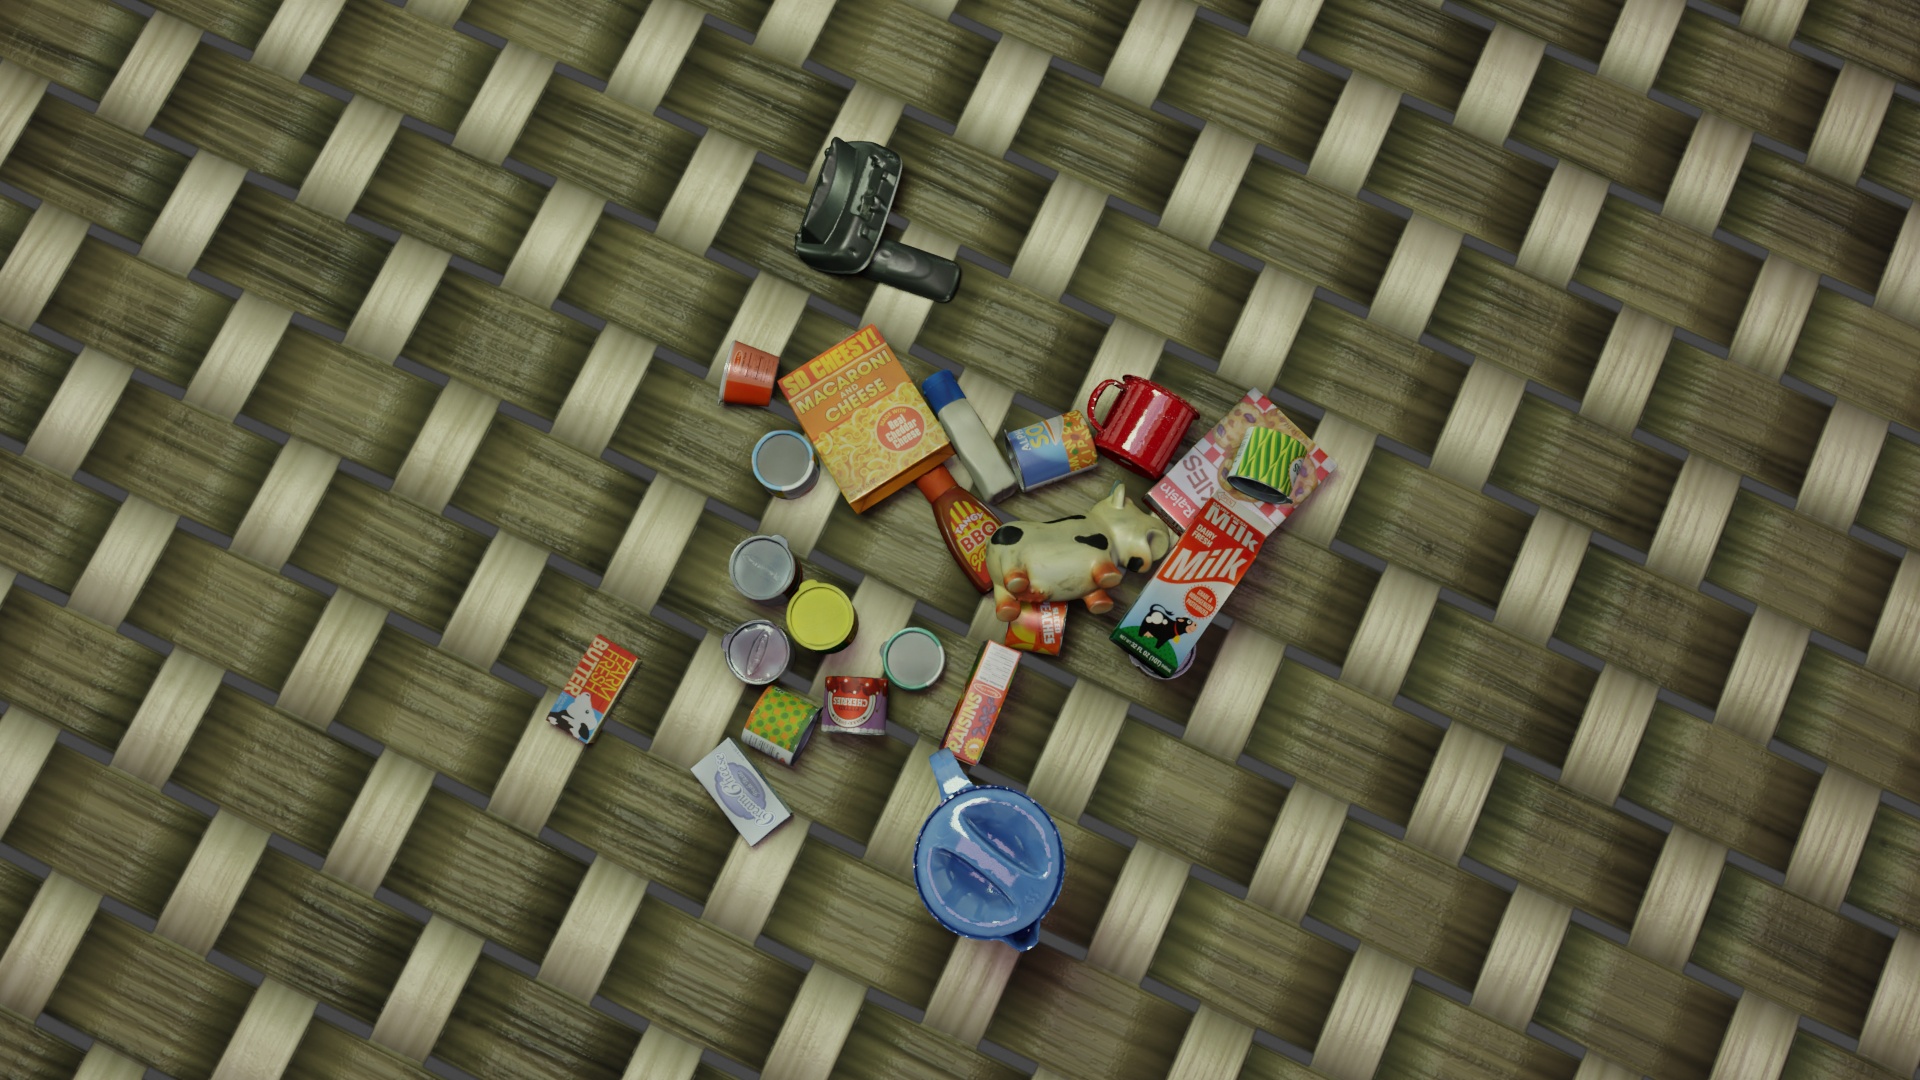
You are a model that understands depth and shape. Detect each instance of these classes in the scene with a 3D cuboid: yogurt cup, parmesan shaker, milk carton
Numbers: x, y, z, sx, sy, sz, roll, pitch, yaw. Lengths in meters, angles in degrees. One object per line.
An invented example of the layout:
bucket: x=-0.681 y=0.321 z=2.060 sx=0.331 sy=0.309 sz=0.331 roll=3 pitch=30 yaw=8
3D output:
yogurt cup: x=-0.224 y=-0.175 z=1.477 sx=0.054 sy=0.072 sz=0.072 roll=13 pitch=82 yaw=-7
parmesan shaker: x=-0.140 y=0.079 z=1.420 sx=0.071 sy=0.103 sz=0.071 roll=0 pitch=83 yaw=-1
milk carton: x=0.234 y=0.042 z=1.405 sx=0.072 sy=0.073 sz=0.190 roll=36 pitch=86 yaw=5

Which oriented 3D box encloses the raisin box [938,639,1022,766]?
raisin box: x=0.020 y=0.165 z=1.417 sx=0.040 sy=0.086 sz=0.123 roll=24 pitch=82 yaw=-2

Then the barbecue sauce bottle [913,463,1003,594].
barbecue sauce bottle: x=0.005 y=-0.018 z=1.465 sx=0.065 sy=0.043 sz=0.148 roll=-35 pitch=83 yaw=-11

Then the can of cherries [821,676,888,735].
can of cherries: x=-0.108 y=0.169 z=1.423 sx=0.071 sy=0.071 sz=0.058 roll=3 pitch=82 yaw=0

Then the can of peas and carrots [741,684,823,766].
can of peas and carrots: x=-0.183 y=0.187 z=1.424 sx=0.059 sy=0.071 sz=0.071 roll=26 pitch=83 yaw=4

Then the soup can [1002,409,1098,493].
soup can: x=0.094 y=-0.097 z=1.465 sx=0.084 sy=0.071 sz=0.071 roll=-20 pitch=83 yaw=-4

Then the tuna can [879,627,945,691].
tuna can: x=-0.051 y=0.123 z=1.450 sx=0.071 sy=0.033 sz=0.071 roll=0 pitch=82 yaw=-1

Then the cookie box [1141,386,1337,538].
cookie box: x=0.295 y=-0.061 z=1.476 sx=0.167 sy=0.040 sz=0.123 roll=-44 pitch=85 yaw=-7

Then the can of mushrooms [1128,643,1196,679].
can of mushrooms: x=0.209 y=0.113 z=1.453 sx=0.071 sy=0.033 sz=0.071 roll=0 pitch=82 yaw=-1

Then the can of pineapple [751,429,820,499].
can of pineapple: x=-0.185 y=-0.081 z=1.466 sx=0.071 sy=0.058 sz=0.071 roll=0 pitch=82 yaw=0

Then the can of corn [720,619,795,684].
can of corn: x=-0.209 y=0.115 z=1.437 sx=0.071 sy=0.058 sz=0.071 roll=0 pitch=82 yaw=0

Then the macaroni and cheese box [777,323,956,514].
macaroni and cheese box: x=-0.100 y=-0.129 z=1.462 sx=0.124 sy=0.040 sz=0.167 roll=-32 pitch=68 yaw=-2

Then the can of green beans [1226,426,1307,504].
can of green beans: x=0.315 y=-0.077 z=1.424 sx=0.071 sy=0.071 sz=0.058 roll=23 pitch=81 yaw=3

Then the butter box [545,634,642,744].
butter box: x=-0.381 y=0.155 z=1.447 sx=0.053 sy=0.024 sz=0.103 roll=29 pitch=83 yaw=3

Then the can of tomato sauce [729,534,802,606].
can of tomato sauce: x=-0.199 y=0.031 z=1.436 sx=0.071 sy=0.083 sz=0.071 roll=0 pitch=82 yaw=0

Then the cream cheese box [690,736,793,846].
cream cheese box: x=-0.226 y=0.259 z=1.433 sx=0.053 sy=0.024 sz=0.104 roll=-40 pitch=84 yaw=-4

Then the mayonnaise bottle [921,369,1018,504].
mayonnaise bottle: x=0.009 y=-0.111 z=1.471 sx=0.041 sy=0.064 sz=0.148 roll=-29 pitch=79 yaw=-3

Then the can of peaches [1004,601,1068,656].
can of peaches: x=0.078 y=0.083 z=1.437 sx=0.058 sy=0.071 sz=0.071 roll=10 pitch=82 yaw=2
